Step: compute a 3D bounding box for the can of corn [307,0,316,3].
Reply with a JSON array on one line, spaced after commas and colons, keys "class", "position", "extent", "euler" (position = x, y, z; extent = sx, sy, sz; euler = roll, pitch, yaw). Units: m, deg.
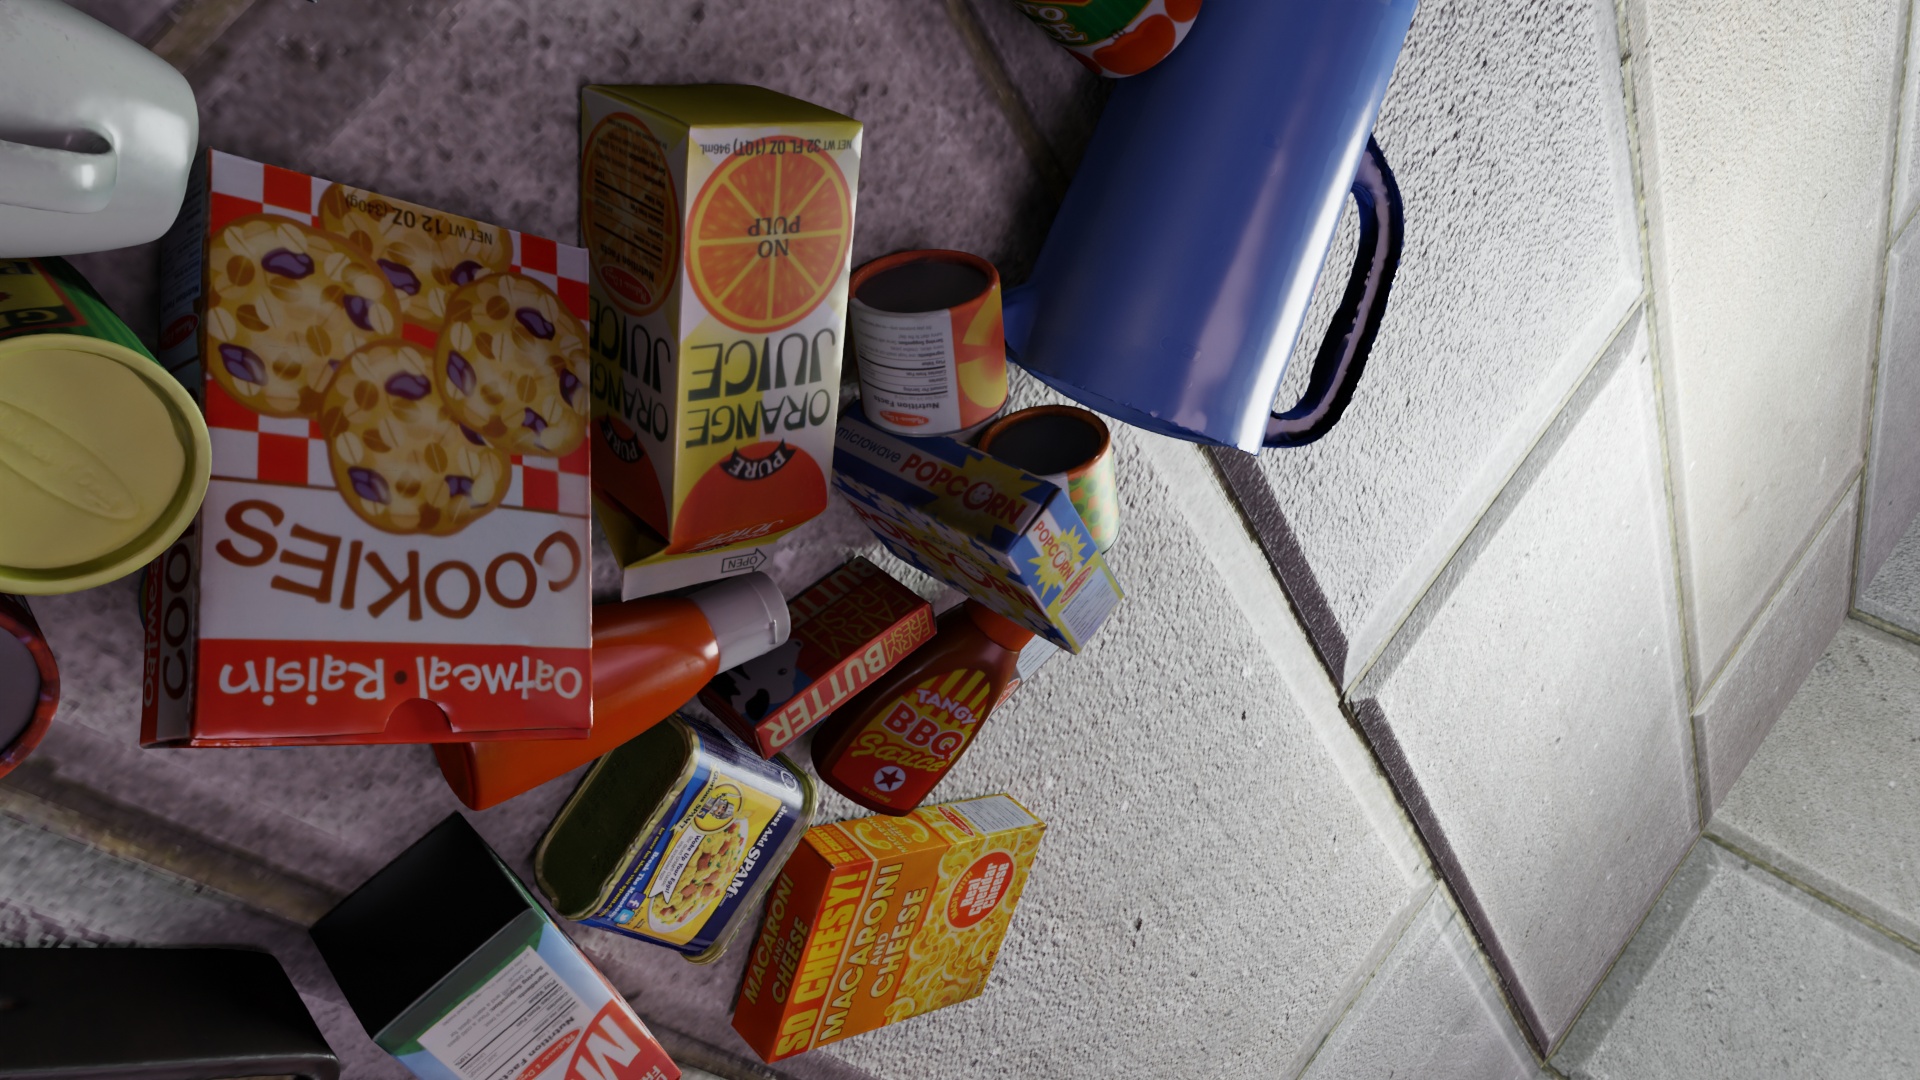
[{"class": "can of corn", "position": [-0.189, -0.185, 0.360], "extent": [0.071, 0.071, 0.058], "euler": [25, 94, -50]}]

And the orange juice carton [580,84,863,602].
[{"class": "orange juice carton", "position": [-0.094, -0.067, 0.520], "extent": [0.072, 0.073, 0.191], "euler": [-15, 124, -39]}]

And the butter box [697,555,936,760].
[{"class": "butter box", "position": [-0.066, 0.051, 0.638], "extent": [0.104, 0.053, 0.024], "euler": [-35, 137, -25]}]

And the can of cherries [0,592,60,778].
[{"class": "can of cherries", "position": [-0.295, 0.031, 0.389], "extent": [0.072, 0.058, 0.071], "euler": [-25, 130, -33]}]

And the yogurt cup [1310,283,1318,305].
[{"class": "yogurt cup", "position": [0.163, -0.160, 0.732], "extent": [0.072, 0.072, 0.054], "euler": [23, 88, -50]}]

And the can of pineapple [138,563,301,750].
[{"class": "can of pineapple", "position": [-0.227, 0.029, 0.457], "extent": [0.071, 0.058, 0.070], "euler": [-25, 130, -33]}]

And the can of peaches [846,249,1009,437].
[{"class": "can of peaches", "position": [-0.013, -0.087, 0.597], "extent": [0.071, 0.071, 0.057], "euler": [-30, 132, -29]}]

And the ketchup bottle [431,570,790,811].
[{"class": "ketchup bottle", "position": [-0.140, 0.053, 0.571], "extent": [0.149, 0.043, 0.064], "euler": [-23, 129, -35]}]

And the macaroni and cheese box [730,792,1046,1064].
[{"class": "macaroni and cheese box", "position": [-0.038, 0.212, 0.776], "extent": [0.167, 0.040, 0.123], "euler": [2, 112, -46]}]

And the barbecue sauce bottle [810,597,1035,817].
[{"class": "barbecue sauce bottle", "position": [-0.007, 0.068, 0.680], "extent": [0.065, 0.044, 0.148], "euler": [32, 108, -27]}]

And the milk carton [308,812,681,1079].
[{"class": "milk carton", "position": [-0.186, 0.211, 0.601], "extent": [0.074, 0.072, 0.189], "euler": [-40, 135, -20]}]

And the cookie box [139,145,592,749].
[{"class": "cookie box", "position": [-0.176, -0.021, 0.428], "extent": [0.123, 0.040, 0.167], "euler": [7, 76, -48]}]

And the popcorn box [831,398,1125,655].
[{"class": "popcorn box", "position": [0.002, -0.008, 0.613], "extent": [0.038, 0.127, 0.085], "euler": [-51, 140, -14]}]

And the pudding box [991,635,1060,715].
[{"class": "pudding box", "position": [0.019, 0.056, 0.745], "extent": [0.084, 0.030, 0.049], "euler": [-43, 139, -17]}]

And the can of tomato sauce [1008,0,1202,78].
[{"class": "can of tomato sauce", "position": [0.050, -0.236, 0.568], "extent": [0.083, 0.071, 0.071], "euler": [19, 100, -50]}]

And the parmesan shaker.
[{"class": "parmesan shaker", "position": [-0.248, -0.035, 0.360], "extent": [0.071, 0.103, 0.071], "euler": [-24, 129, -34]}]

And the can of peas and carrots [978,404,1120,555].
[{"class": "can of peas and carrots", "position": [0.045, -0.028, 0.693], "extent": [0.071, 0.071, 0.058], "euler": [-33, 134, -26]}]
